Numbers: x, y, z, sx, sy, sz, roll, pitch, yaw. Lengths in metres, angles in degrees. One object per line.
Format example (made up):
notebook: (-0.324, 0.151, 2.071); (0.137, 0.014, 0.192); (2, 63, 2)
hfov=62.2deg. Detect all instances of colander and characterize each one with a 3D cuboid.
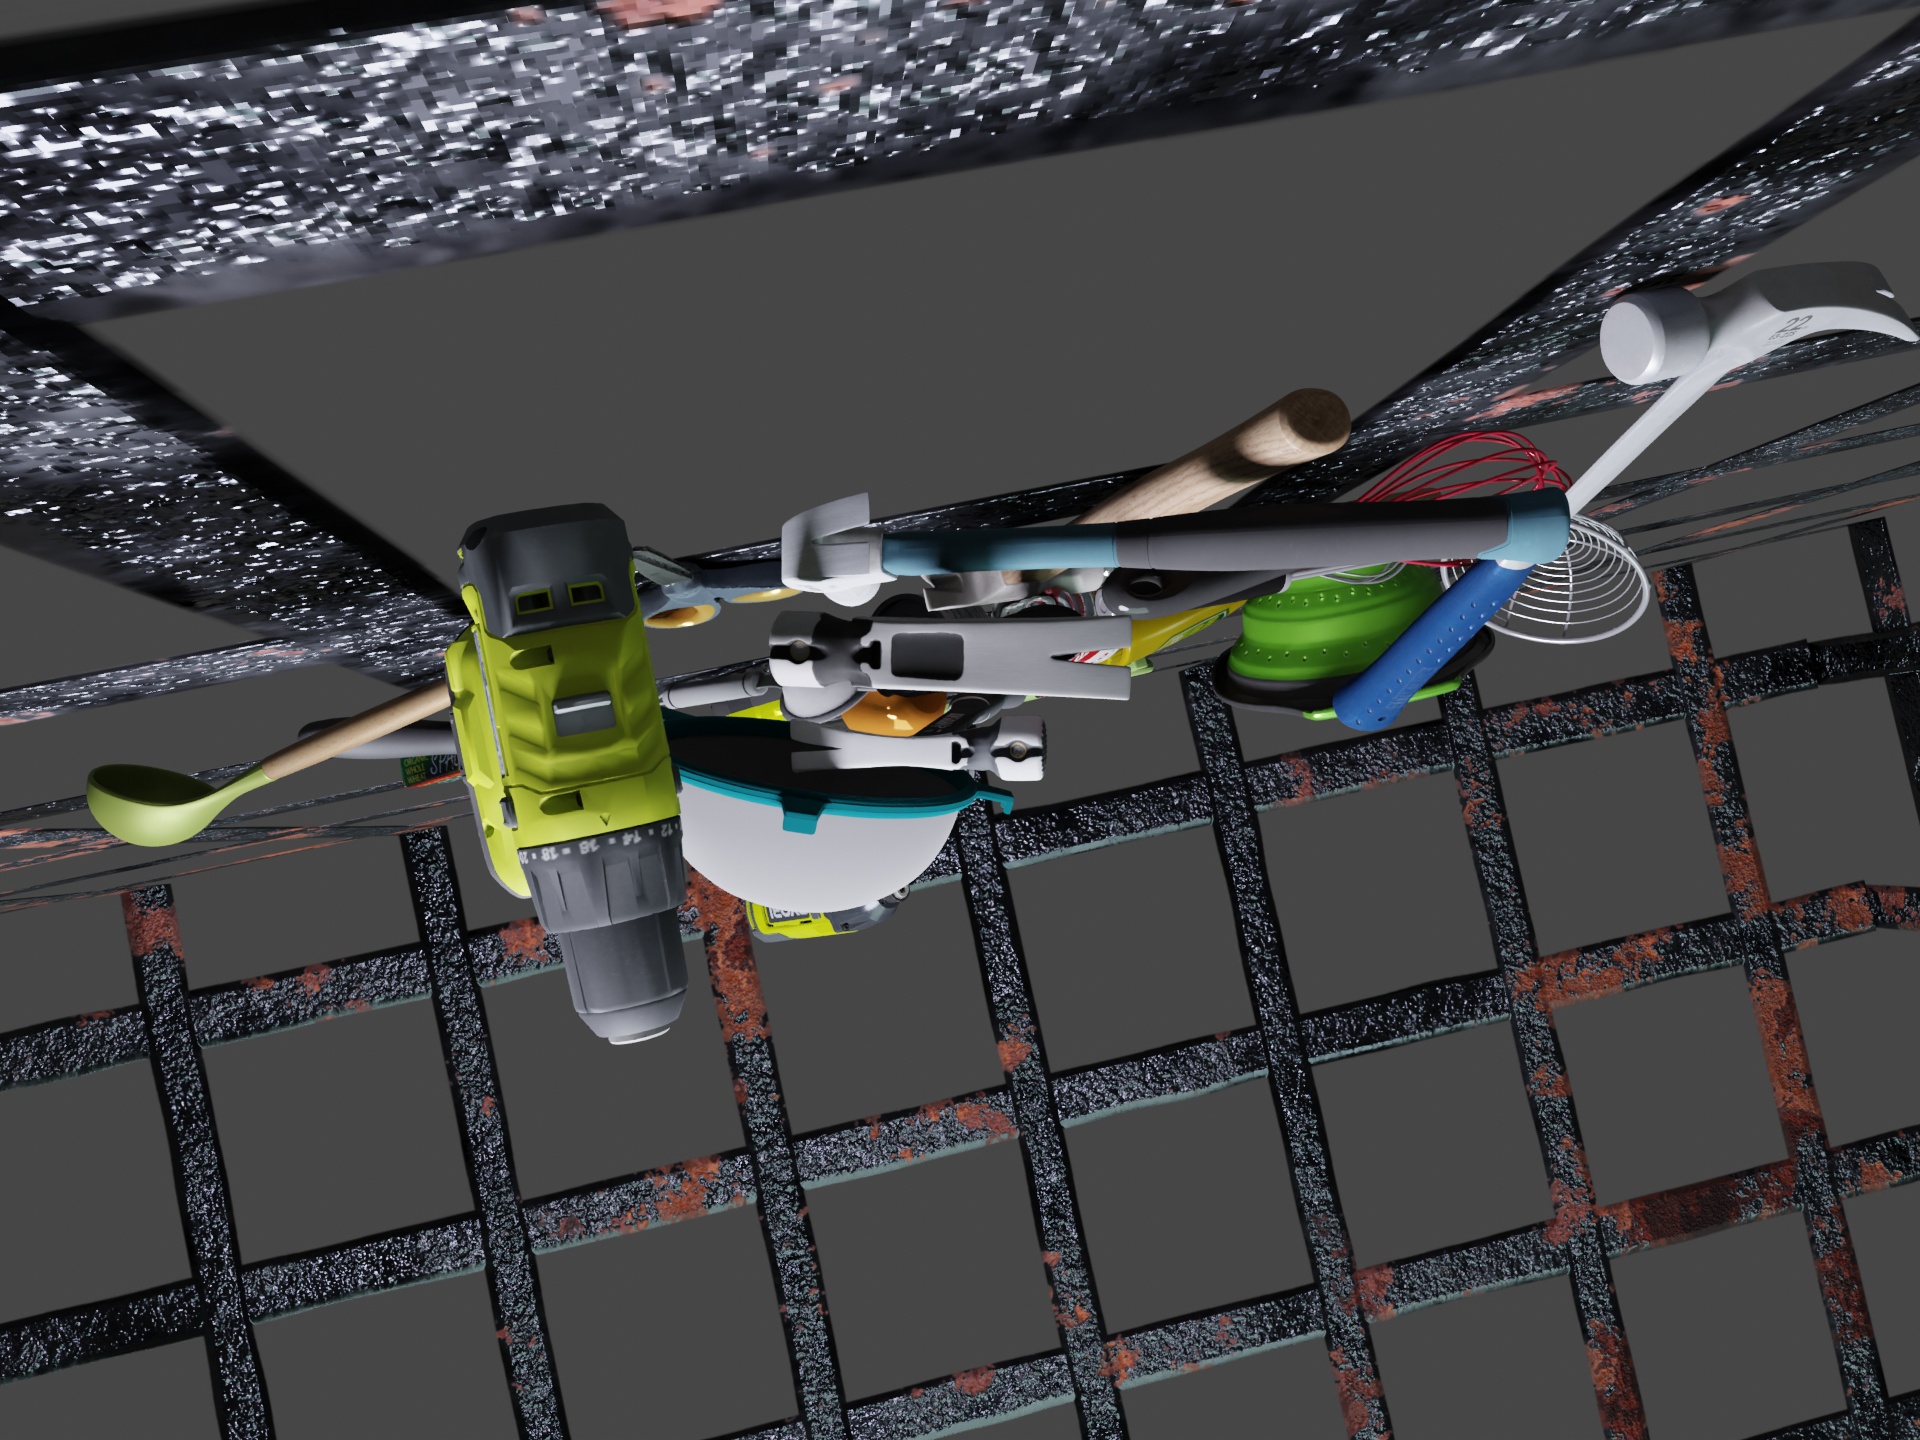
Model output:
colander: (0.280, -0.106, 1.239); (0.204, 0.094, 0.397); (-13, -164, 5)

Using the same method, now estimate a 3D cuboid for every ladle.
ladle: (-0.400, 0.009, 0.959); (0.320, 0.062, 0.078); (-20, 173, 21)

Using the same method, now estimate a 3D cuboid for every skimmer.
skimmer: (0.255, -0.070, 0.973); (0.363, 0.090, 0.127); (-11, 163, -22)

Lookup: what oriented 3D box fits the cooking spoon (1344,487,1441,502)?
cooking spoon: (0.211, -0.117, 0.934); (0.069, 0.017, 0.319); (-26, 174, 42)

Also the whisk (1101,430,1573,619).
whisk: (0.198, -0.096, 0.813); (0.296, 0.073, 0.073); (-17, 180, -24)

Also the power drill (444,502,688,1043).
power drill: (-0.159, 0.023, 0.649); (0.080, 0.190, 0.228); (-11, -178, -18)

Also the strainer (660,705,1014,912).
strainer: (-0.148, 0.051, 1.031); (0.341, 0.095, 0.211); (16, -169, 39)

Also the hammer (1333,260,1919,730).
hammer: (0.284, -0.087, 0.778); (0.144, 0.035, 0.405); (-14, 161, -15)

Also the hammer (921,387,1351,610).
hammer: (0.077, -0.100, 0.786); (0.130, 0.031, 0.331); (-12, 177, -24)

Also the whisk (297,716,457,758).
whisk: (-0.335, 0.012, 1.090); (0.238, 0.055, 0.055); (1, 169, -45)

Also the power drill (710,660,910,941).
power drill: (-0.121, 0.063, 1.286); (0.171, 0.223, 0.080); (-14, 177, 44)

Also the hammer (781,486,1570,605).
hammer: (0.081, -0.076, 0.676); (0.331, 0.033, 0.128); (-1, 178, 13)

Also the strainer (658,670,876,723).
strainer: (-0.151, -0.029, 1.199); (0.258, 0.050, 0.087); (-7, -135, 41)

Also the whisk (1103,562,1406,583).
whisk: (0.193, -0.108, 1.021); (0.246, 0.057, 0.059); (-7, -154, -22)

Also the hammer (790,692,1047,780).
hammer: (-0.002, -0.003, 1.073); (0.149, 0.036, 0.409); (0, -174, 8)

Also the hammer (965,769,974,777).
hammer: (-0.157, 0.046, 1.151); (0.337, 0.034, 0.127); (-6, 178, 4)

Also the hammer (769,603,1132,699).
hammer: (0.028, -0.040, 0.797); (0.146, 0.035, 0.335); (2, -175, 12)

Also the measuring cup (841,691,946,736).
measuring cup: (-0.031, -0.042, 1.237); (0.052, 0.095, 0.174); (-20, -168, 34)

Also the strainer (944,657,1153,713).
strainer: (0.035, -0.047, 1.374); (0.256, 0.069, 0.151); (-12, 180, 4)
